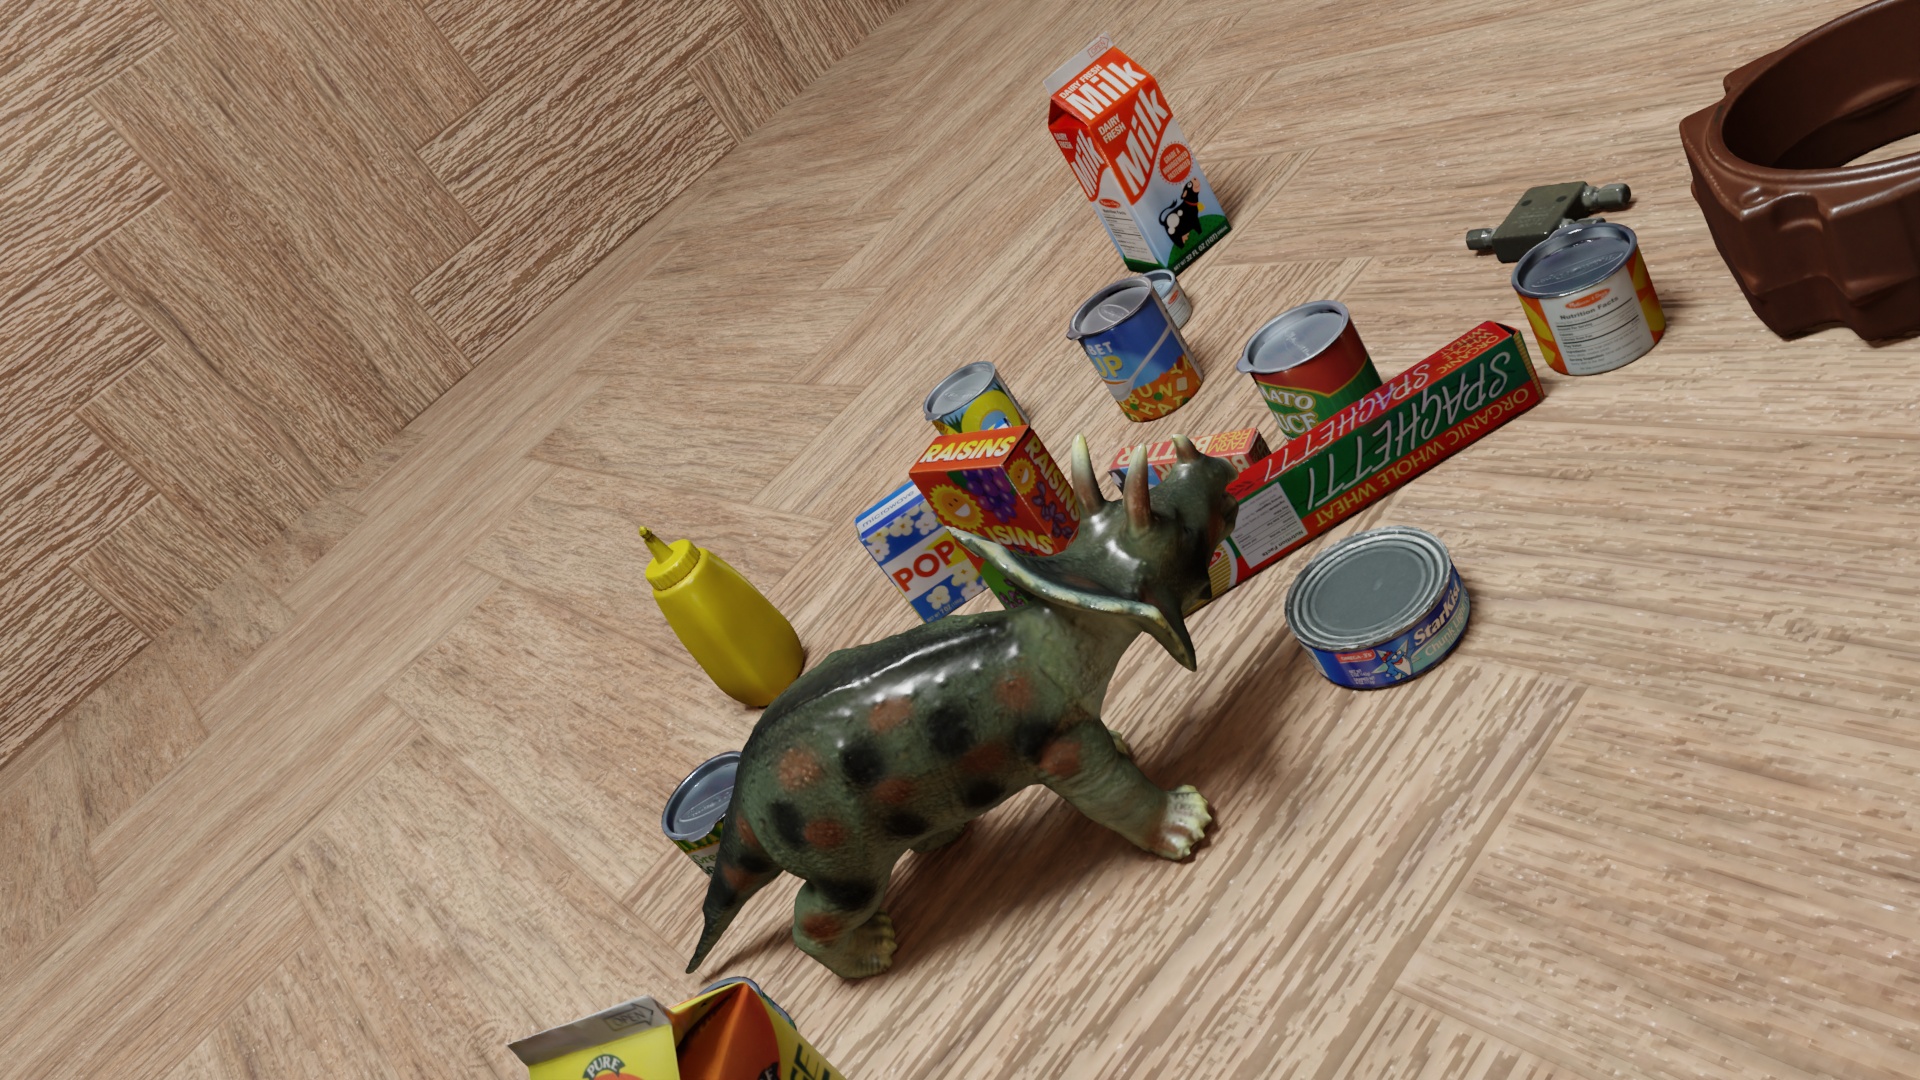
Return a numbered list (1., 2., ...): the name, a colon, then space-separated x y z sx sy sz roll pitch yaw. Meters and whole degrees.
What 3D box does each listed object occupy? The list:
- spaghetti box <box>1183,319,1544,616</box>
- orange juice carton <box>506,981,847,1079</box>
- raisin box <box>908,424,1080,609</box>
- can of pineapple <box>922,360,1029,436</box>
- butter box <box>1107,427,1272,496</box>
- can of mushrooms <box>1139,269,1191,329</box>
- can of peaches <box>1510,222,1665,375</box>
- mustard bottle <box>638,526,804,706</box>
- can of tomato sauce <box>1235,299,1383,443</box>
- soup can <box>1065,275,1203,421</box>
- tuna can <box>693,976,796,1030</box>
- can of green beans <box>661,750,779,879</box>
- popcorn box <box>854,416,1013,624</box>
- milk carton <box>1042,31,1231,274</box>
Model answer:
1. spaghetti box: 0.209 -0.037 0.788 0.250 0.050 0.029 -32 28 7
2. orange juice carton: -0.087 0.239 0.538 0.071 0.192 0.073 -23 30 23
3. raisin box: 0.036 -0.012 0.863 0.086 0.123 0.040 -1 43 48
4. can of pineapple: 0.012 -0.098 1.093 0.071 0.057 0.071 -27 29 16
5. butter box: 0.147 -0.037 0.854 0.103 0.053 0.024 -6 40 43
6. can of mushrooms: 0.146 -0.183 1.101 0.071 0.033 0.071 -27 29 16
7. can of peaches: 0.350 -0.135 0.774 0.071 0.058 0.071 -27 29 16
8. mustard bottle: -0.174 0.046 0.968 0.048 0.159 0.066 -14 35 36
9. can of tomato sauce: 0.214 -0.089 0.827 0.071 0.083 0.071 -27 29 17
10. soup can: 0.125 -0.135 0.997 0.071 0.083 0.072 -27 29 17
11. tuna can: -0.121 0.261 0.713 0.071 0.032 0.071 -27 29 16
12. can of green beans: -0.137 0.172 0.843 0.071 0.057 0.071 -27 29 16
13. popcorn box: 0.003 -0.012 0.940 0.126 0.085 0.038 -34 28 4
14. milk carton: 0.140 -0.316 1.147 0.072 0.190 0.073 -41 28 -9
